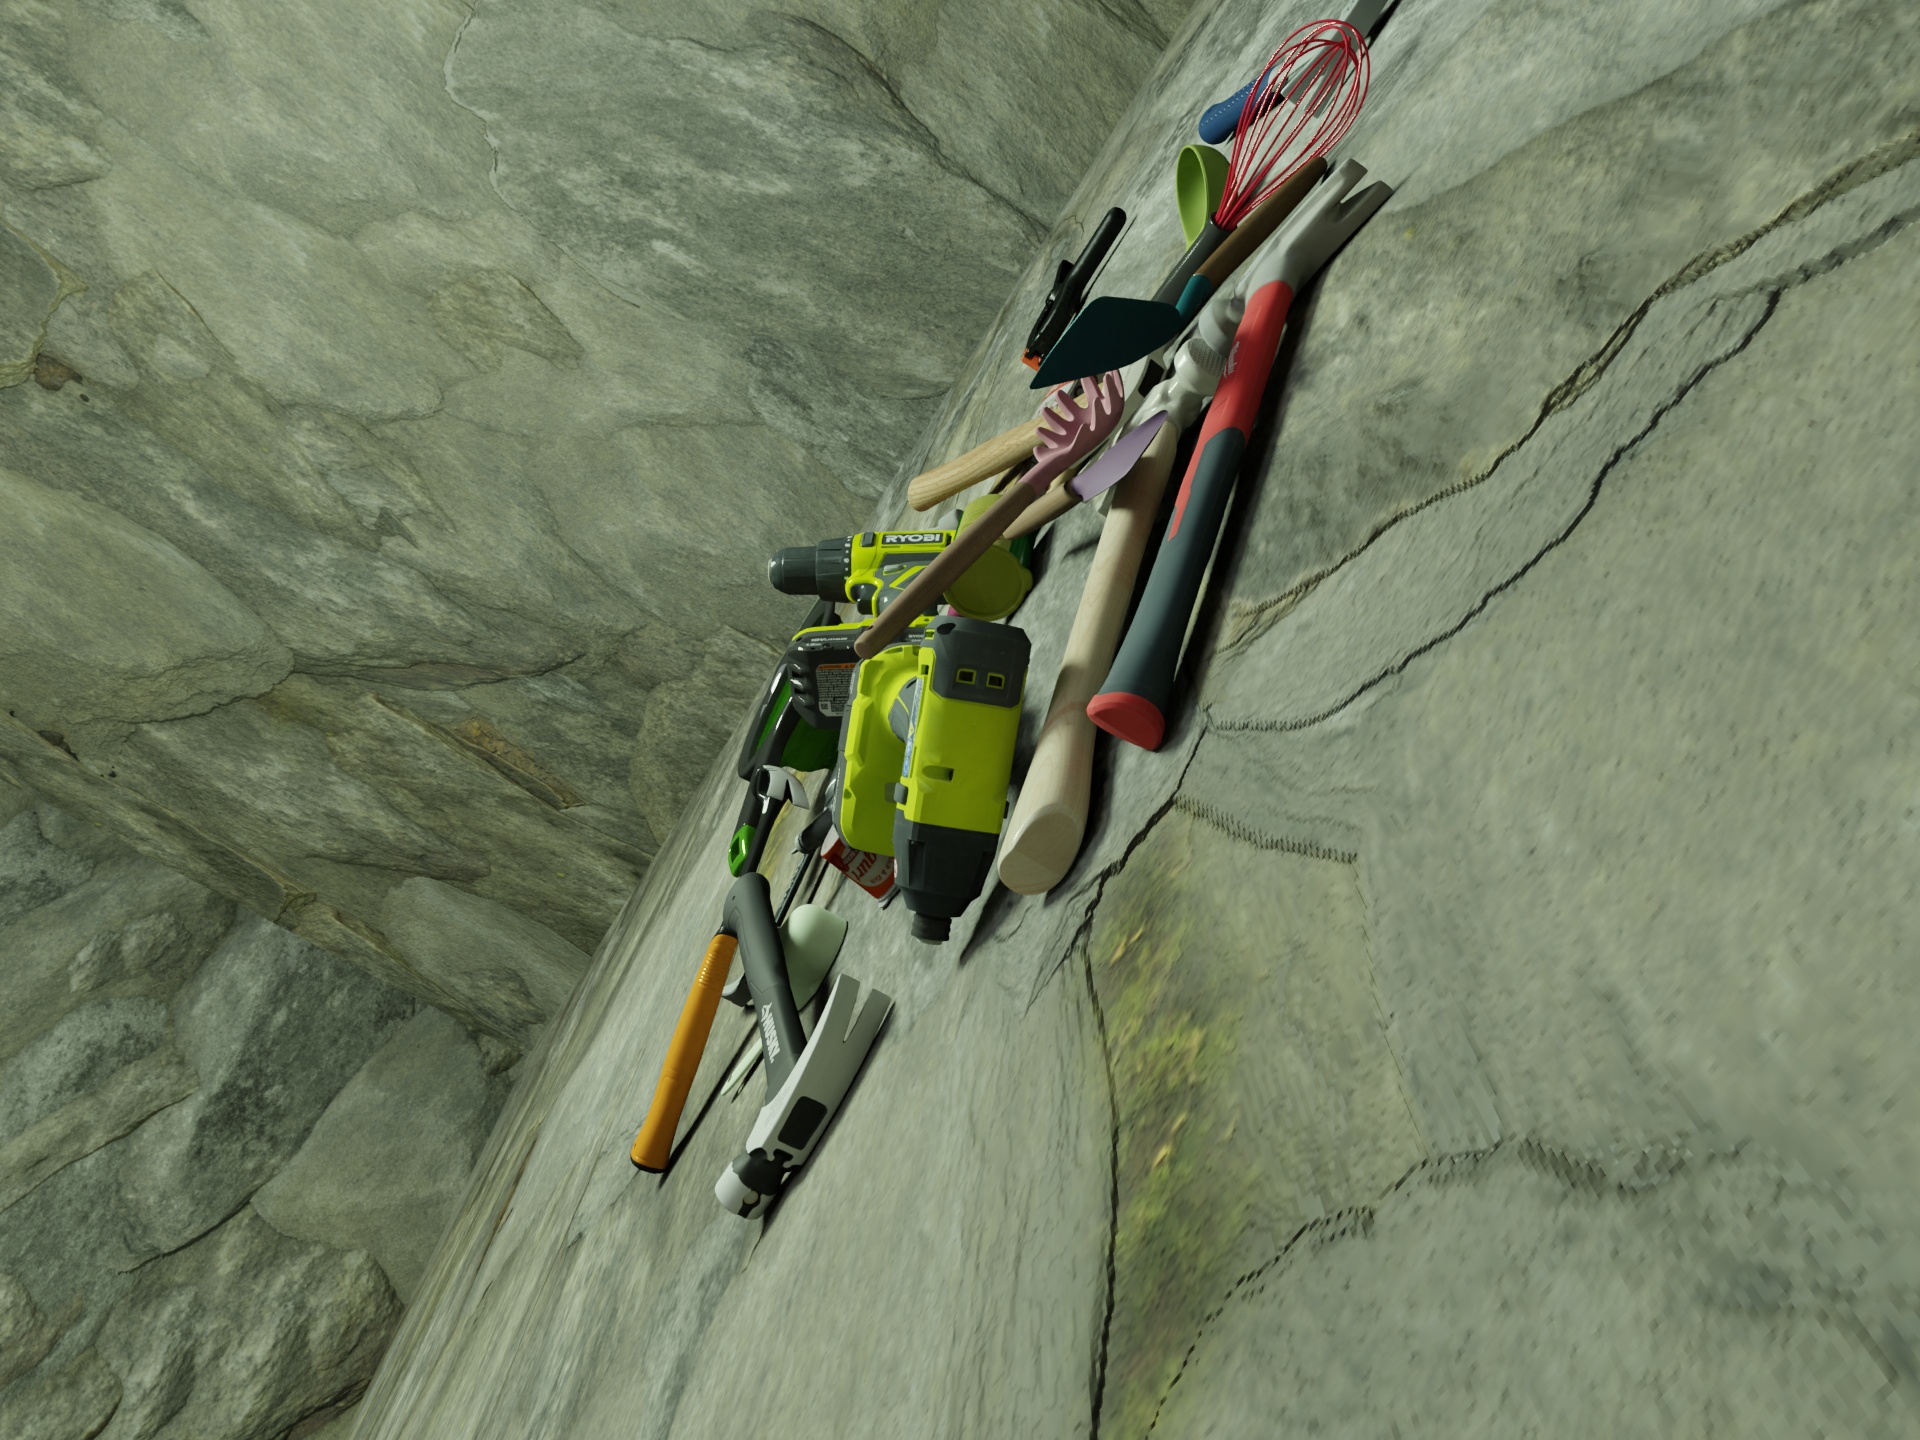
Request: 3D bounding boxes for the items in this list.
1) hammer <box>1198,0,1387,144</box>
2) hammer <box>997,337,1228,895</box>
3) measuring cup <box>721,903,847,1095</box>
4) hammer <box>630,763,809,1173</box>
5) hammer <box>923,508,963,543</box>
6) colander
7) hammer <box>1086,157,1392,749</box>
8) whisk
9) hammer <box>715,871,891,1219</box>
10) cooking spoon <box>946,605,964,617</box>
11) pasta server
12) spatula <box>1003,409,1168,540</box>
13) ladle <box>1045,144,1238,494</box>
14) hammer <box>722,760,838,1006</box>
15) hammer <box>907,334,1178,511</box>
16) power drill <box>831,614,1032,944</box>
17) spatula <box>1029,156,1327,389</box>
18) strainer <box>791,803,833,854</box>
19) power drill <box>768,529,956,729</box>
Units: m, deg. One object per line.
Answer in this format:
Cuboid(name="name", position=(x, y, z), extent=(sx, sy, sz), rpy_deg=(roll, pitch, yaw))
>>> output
Cuboid(name="hammer", position=(0.272, -0.550, 1.364), extent=(0.144, 0.035, 0.406), rpy_deg=(-58, 10, 4))
Cuboid(name="hammer", position=(0.077, -0.059, 0.901), extent=(0.146, 0.038, 0.411), rpy_deg=(-51, 13, 44))
Cuboid(name="measuring cup", position=(-0.143, 0.206, 1.168), extent=(0.167, 0.038, 0.083), rpy_deg=(-54, 11, 13))
Cuboid(name="hammer", position=(-0.194, 0.201, 1.263), extent=(0.127, 0.034, 0.337), rpy_deg=(-155, 84, -76))
Cuboid(name="hammer", position=(-0.066, -0.069, 1.422), extent=(0.149, 0.036, 0.359), rpy_deg=(-34, 23, 24))
Cuboid(name="colander", position=(-0.146, 0.031, 1.541), extent=(0.204, 0.094, 0.397), rpy_deg=(-55, 15, 31))
Cuboid(name="hammer", position=(0.142, -0.143, 0.828), extent=(0.143, 0.038, 0.387), rpy_deg=(-44, 18, 50))
Cuboid(name="whisk", position=(0.201, -0.375, 1.153), extent=(0.295, 0.073, 0.073), rpy_deg=(-55, 10, 49))
Cuboid(name="hammer", position=(-0.121, 0.174, 1.044), extent=(0.146, 0.035, 0.335), rpy_deg=(-57, 20, 8))
Cuboid(name="cooking spoon", position=(-0.022, -0.054, 1.391), extent=(0.068, 0.017, 0.319), rpy_deg=(-47, 15, 44))
Cuboid(name="pasta server", position=(0.022, -0.134, 0.975), extent=(0.060, 0.040, 0.316), rpy_deg=(-18, 22, 46))
Cuboid(name="spatula", position=(0.072, -0.148, 1.026), extent=(0.060, 0.018, 0.316), rpy_deg=(-55, 9, -10))
Cuboid(name="ladle", position=(0.138, -0.322, 1.305), extent=(0.320, 0.062, 0.078), rpy_deg=(-62, 10, 0))
Cuboid(name="hammer", position=(-0.116, 0.080, 1.419), extent=(0.149, 0.036, 0.409), rpy_deg=(-48, 14, 49))
Cuboid(name="hammer", position=(0.051, -0.227, 1.309), extent=(0.331, 0.031, 0.130), rpy_deg=(-16, 47, 56))
Cuboid(name="power drill", position=(-0.020, 0.030, 0.920), extent=(0.223, 0.080, 0.171), rpy_deg=(-169, 89, -79))
Cuboid(name="spatula", position=(0.153, -0.289, 0.983), extent=(0.317, 0.044, 0.082), rpy_deg=(-48, 0, -37))
Cuboid(name="strainer", position=(-0.075, 0.053, 1.212), extent=(0.087, 0.050, 0.258), rpy_deg=(-37, -3, -41))
Cuboid(name="power drill", position=(-0.076, -0.087, 1.313), extent=(0.229, 0.190, 0.080), rpy_deg=(-84, -8, -56))
